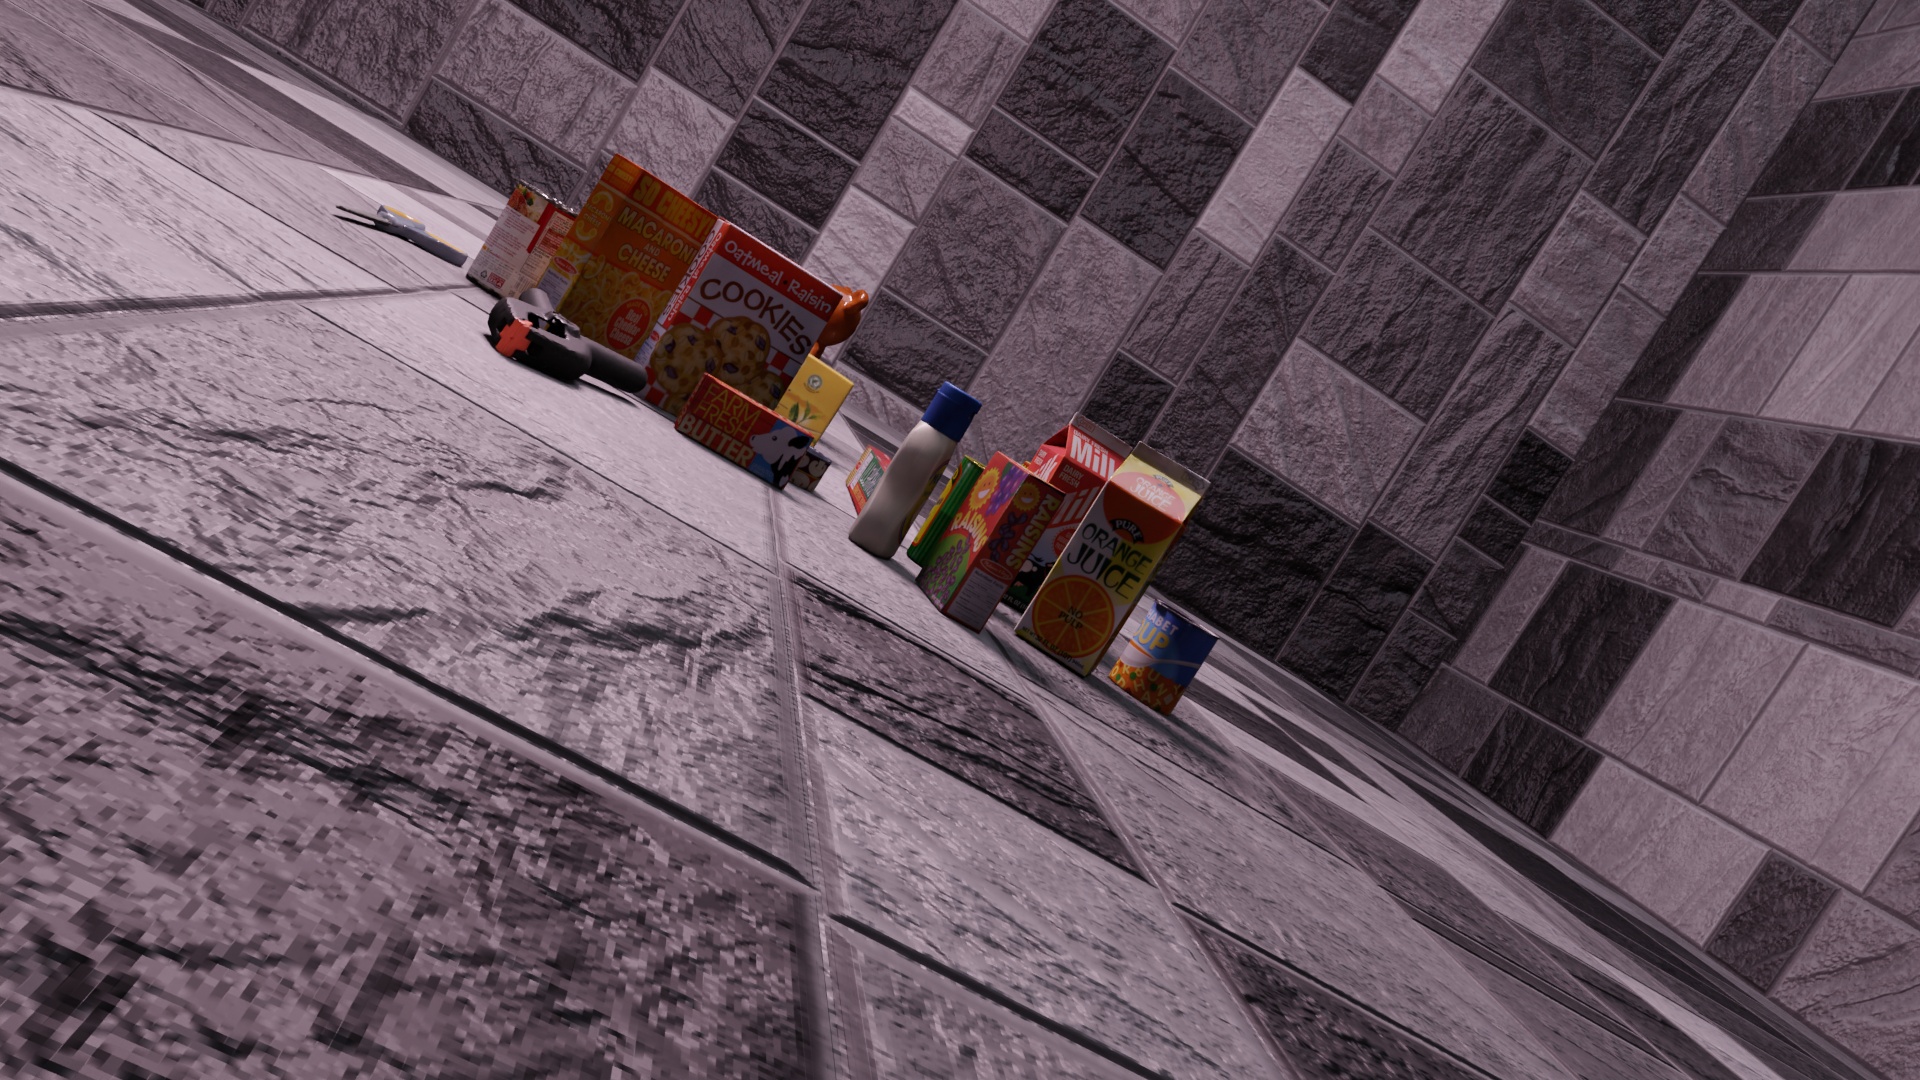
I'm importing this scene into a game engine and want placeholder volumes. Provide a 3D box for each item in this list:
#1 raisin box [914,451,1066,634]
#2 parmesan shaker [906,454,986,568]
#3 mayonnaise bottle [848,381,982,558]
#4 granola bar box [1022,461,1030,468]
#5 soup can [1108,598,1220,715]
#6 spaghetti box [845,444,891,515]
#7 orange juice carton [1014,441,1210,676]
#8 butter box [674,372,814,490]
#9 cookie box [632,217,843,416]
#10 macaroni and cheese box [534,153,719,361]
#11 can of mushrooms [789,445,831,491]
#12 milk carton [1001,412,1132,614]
[{"bbox_3d":[0.022,0.000,1.060,0.040,0.123,0.086,30,5,-20],"label":"raisin box"},{"bbox_3d":[0.004,-0.015,1.225,0.071,0.103,0.071,32,4,-3],"label":"parmesan shaker"},{"bbox_3d":[-0.036,-0.057,1.122,0.041,0.148,0.065,32,4,7],"label":"mayonnaise bottle"},{"bbox_3d":[0.088,0.002,1.454,0.039,0.124,0.166,29,5,-37],"label":"granola bar box"},{"bbox_3d":[0.179,0.103,1.242,0.071,0.083,0.071,32,4,-3],"label":"soup can"},{"bbox_3d":[-0.085,-0.055,1.380,0.028,0.050,0.250,31,5,-12],"label":"spaghetti box"},{"bbox_3d":[0.129,0.015,1.168,0.072,0.192,0.073,33,4,11],"label":"orange juice carton"},{"bbox_3d":[-0.177,-0.089,1.136,0.103,0.053,0.024,30,4,-17],"label":"butter box"},{"bbox_3d":[-0.198,-0.178,1.213,0.123,0.167,0.040,29,5,-33],"label":"cookie box"},{"bbox_3d":[-0.301,-0.243,1.231,0.040,0.166,0.123,34,5,23],"label":"macaroni and cheese box"},{"bbox_3d":[-0.152,-0.074,1.256,0.071,0.033,0.071,32,5,-3],"label":"can of mushrooms"},{"bbox_3d":[0.090,-0.026,1.342,0.072,0.190,0.073,31,4,-19],"label":"milk carton"}]
